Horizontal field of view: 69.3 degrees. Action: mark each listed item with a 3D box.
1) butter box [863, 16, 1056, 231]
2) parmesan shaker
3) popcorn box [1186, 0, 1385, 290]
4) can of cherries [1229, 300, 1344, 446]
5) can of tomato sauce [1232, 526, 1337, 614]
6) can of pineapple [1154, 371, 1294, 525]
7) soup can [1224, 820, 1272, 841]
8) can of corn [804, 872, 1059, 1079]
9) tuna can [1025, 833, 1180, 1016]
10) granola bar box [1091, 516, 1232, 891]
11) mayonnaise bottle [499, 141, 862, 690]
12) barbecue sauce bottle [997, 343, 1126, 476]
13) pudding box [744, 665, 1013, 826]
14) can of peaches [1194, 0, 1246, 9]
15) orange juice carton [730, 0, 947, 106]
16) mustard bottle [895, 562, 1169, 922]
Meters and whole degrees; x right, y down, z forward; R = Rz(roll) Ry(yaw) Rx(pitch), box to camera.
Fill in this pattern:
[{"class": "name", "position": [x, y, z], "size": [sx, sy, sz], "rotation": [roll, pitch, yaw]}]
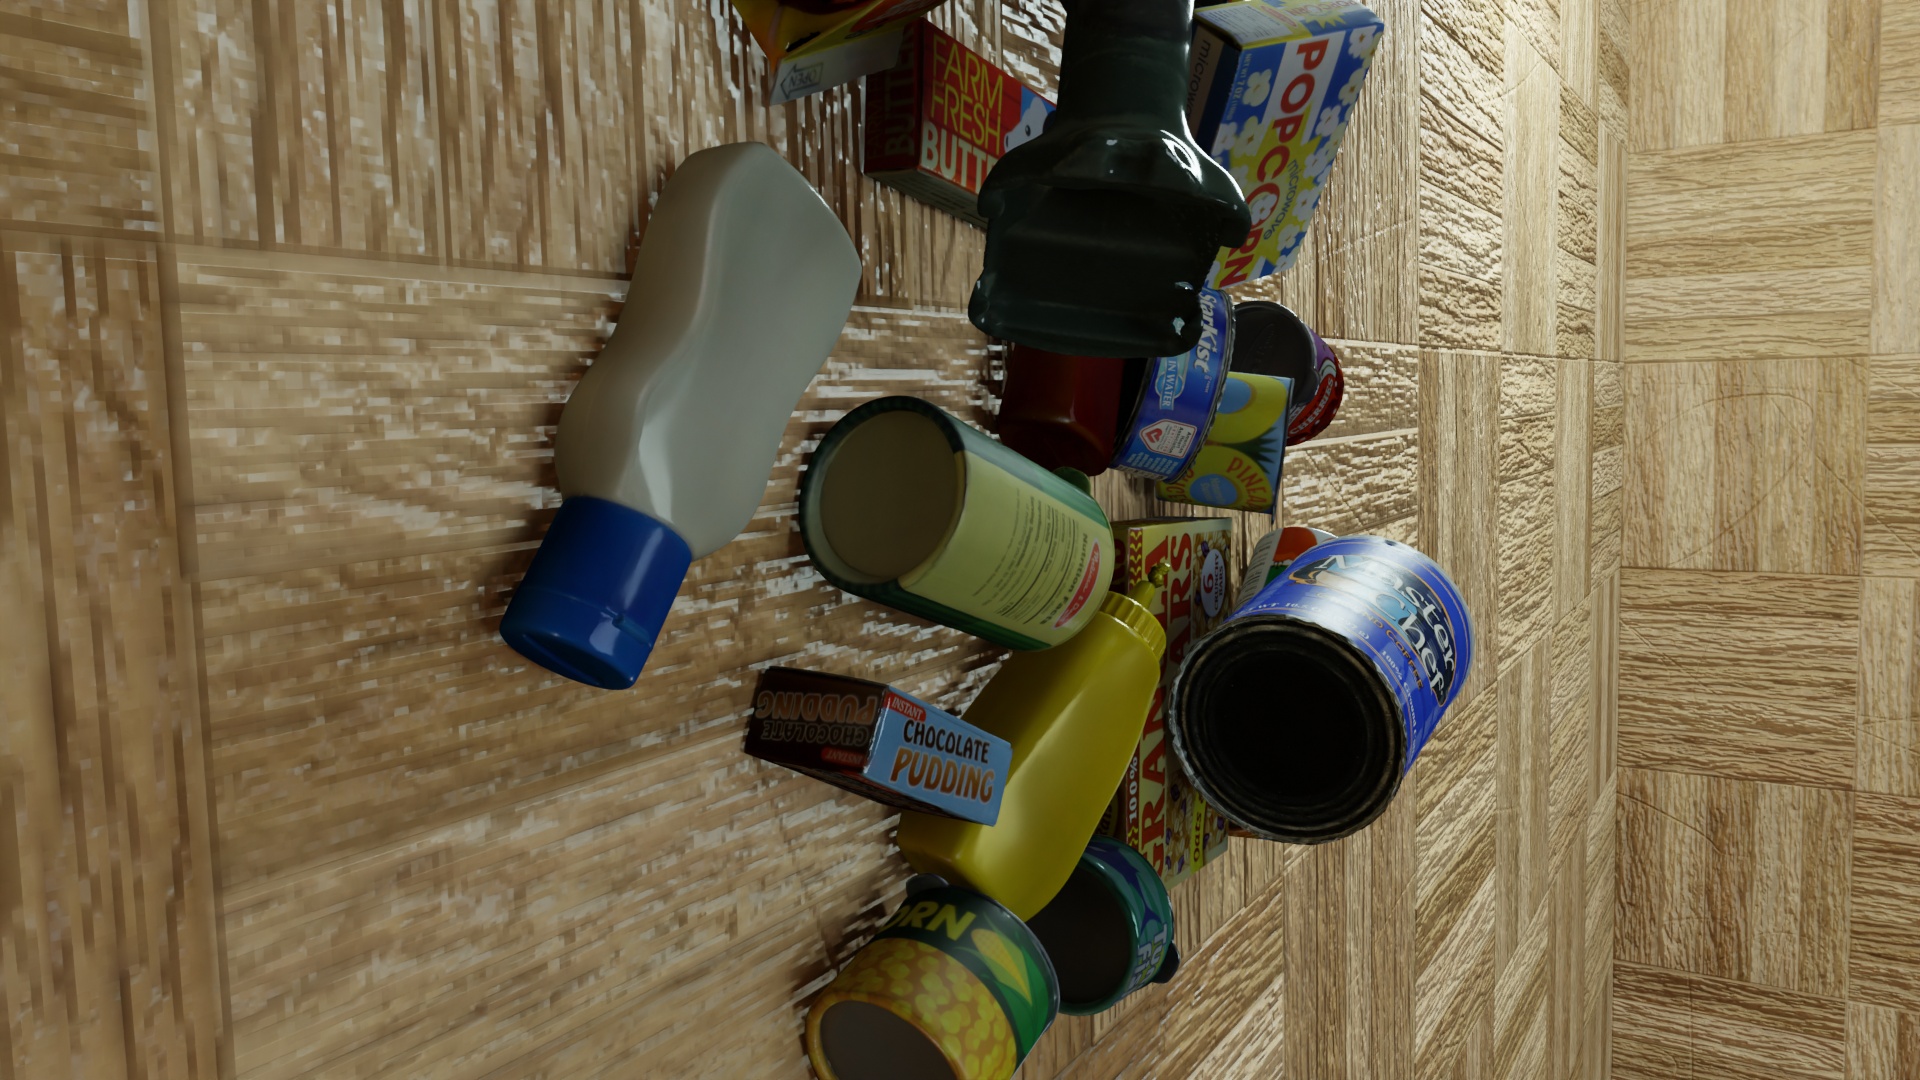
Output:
[{"class": "butter box", "position": [0.003, -0.146, 0.507], "size": [0.103, 0.024, 0.053], "rotation": [5, 86, -58]}, {"class": "parmesan shaker", "position": [0.002, -0.006, 0.472], "size": [0.103, 0.071, 0.071], "rotation": [25, 71, -55]}, {"class": "popcorn box", "position": [0.124, -0.171, 0.609], "size": [0.085, 0.038, 0.126], "rotation": [-21, 143, -30]}, {"class": "can of cherries", "position": [0.161, -0.083, 0.722], "size": [0.058, 0.071, 0.071], "rotation": [16, 78, -58]}, {"class": "can of tomato sauce", "position": [0.187, 0.045, 0.770], "size": [0.071, 0.071, 0.083], "rotation": [61, 43, -40]}, {"class": "can of pineapple", "position": [0.125, -0.046, 0.660], "size": [0.071, 0.058, 0.071], "rotation": [6, 92, -78]}, {"class": "soup can", "position": [0.159, 0.123, 0.728], "size": [0.084, 0.071, 0.071], "rotation": [23, 72, -56]}, {"class": "can of corn", "position": [-0.011, 0.157, 0.463], "size": [0.058, 0.071, 0.071], "rotation": [-37, 122, -51]}, {"class": "tuna can", "position": [0.051, 0.155, 0.556], "size": [0.033, 0.071, 0.071], "rotation": [-2, 93, -57]}, {"class": "granola bar box", "position": [0.084, 0.073, 0.635], "size": [0.124, 0.039, 0.165], "rotation": [-5, 96, -59]}, {"class": "mayonnaise bottle", "position": [-0.075, -0.034, 0.373], "size": [0.064, 0.041, 0.149], "rotation": [49, 53, -46]}, {"class": "barbecue sauce bottle", "position": [0.051, -0.104, 0.568], "size": [0.064, 0.043, 0.149], "rotation": [48, 51, -63]}, {"class": "pudding box", "position": [-0.024, 0.068, 0.450], "size": [0.083, 0.049, 0.030], "rotation": [36, 63, -53]}, {"class": "can of peaches", "position": [0.098, -0.224, 0.619], "size": [0.058, 0.071, 0.071], "rotation": [29, 67, -56]}, {"class": "orange juice carton", "position": [-0.024, -0.220, 0.383], "size": [0.072, 0.073, 0.191], "rotation": [-42, 149, -50]}, {"class": "mustard bottle", "position": [0.040, 0.068, 0.532], "size": [0.161, 0.049, 0.065], "rotation": [-52, 127, -29]}]
